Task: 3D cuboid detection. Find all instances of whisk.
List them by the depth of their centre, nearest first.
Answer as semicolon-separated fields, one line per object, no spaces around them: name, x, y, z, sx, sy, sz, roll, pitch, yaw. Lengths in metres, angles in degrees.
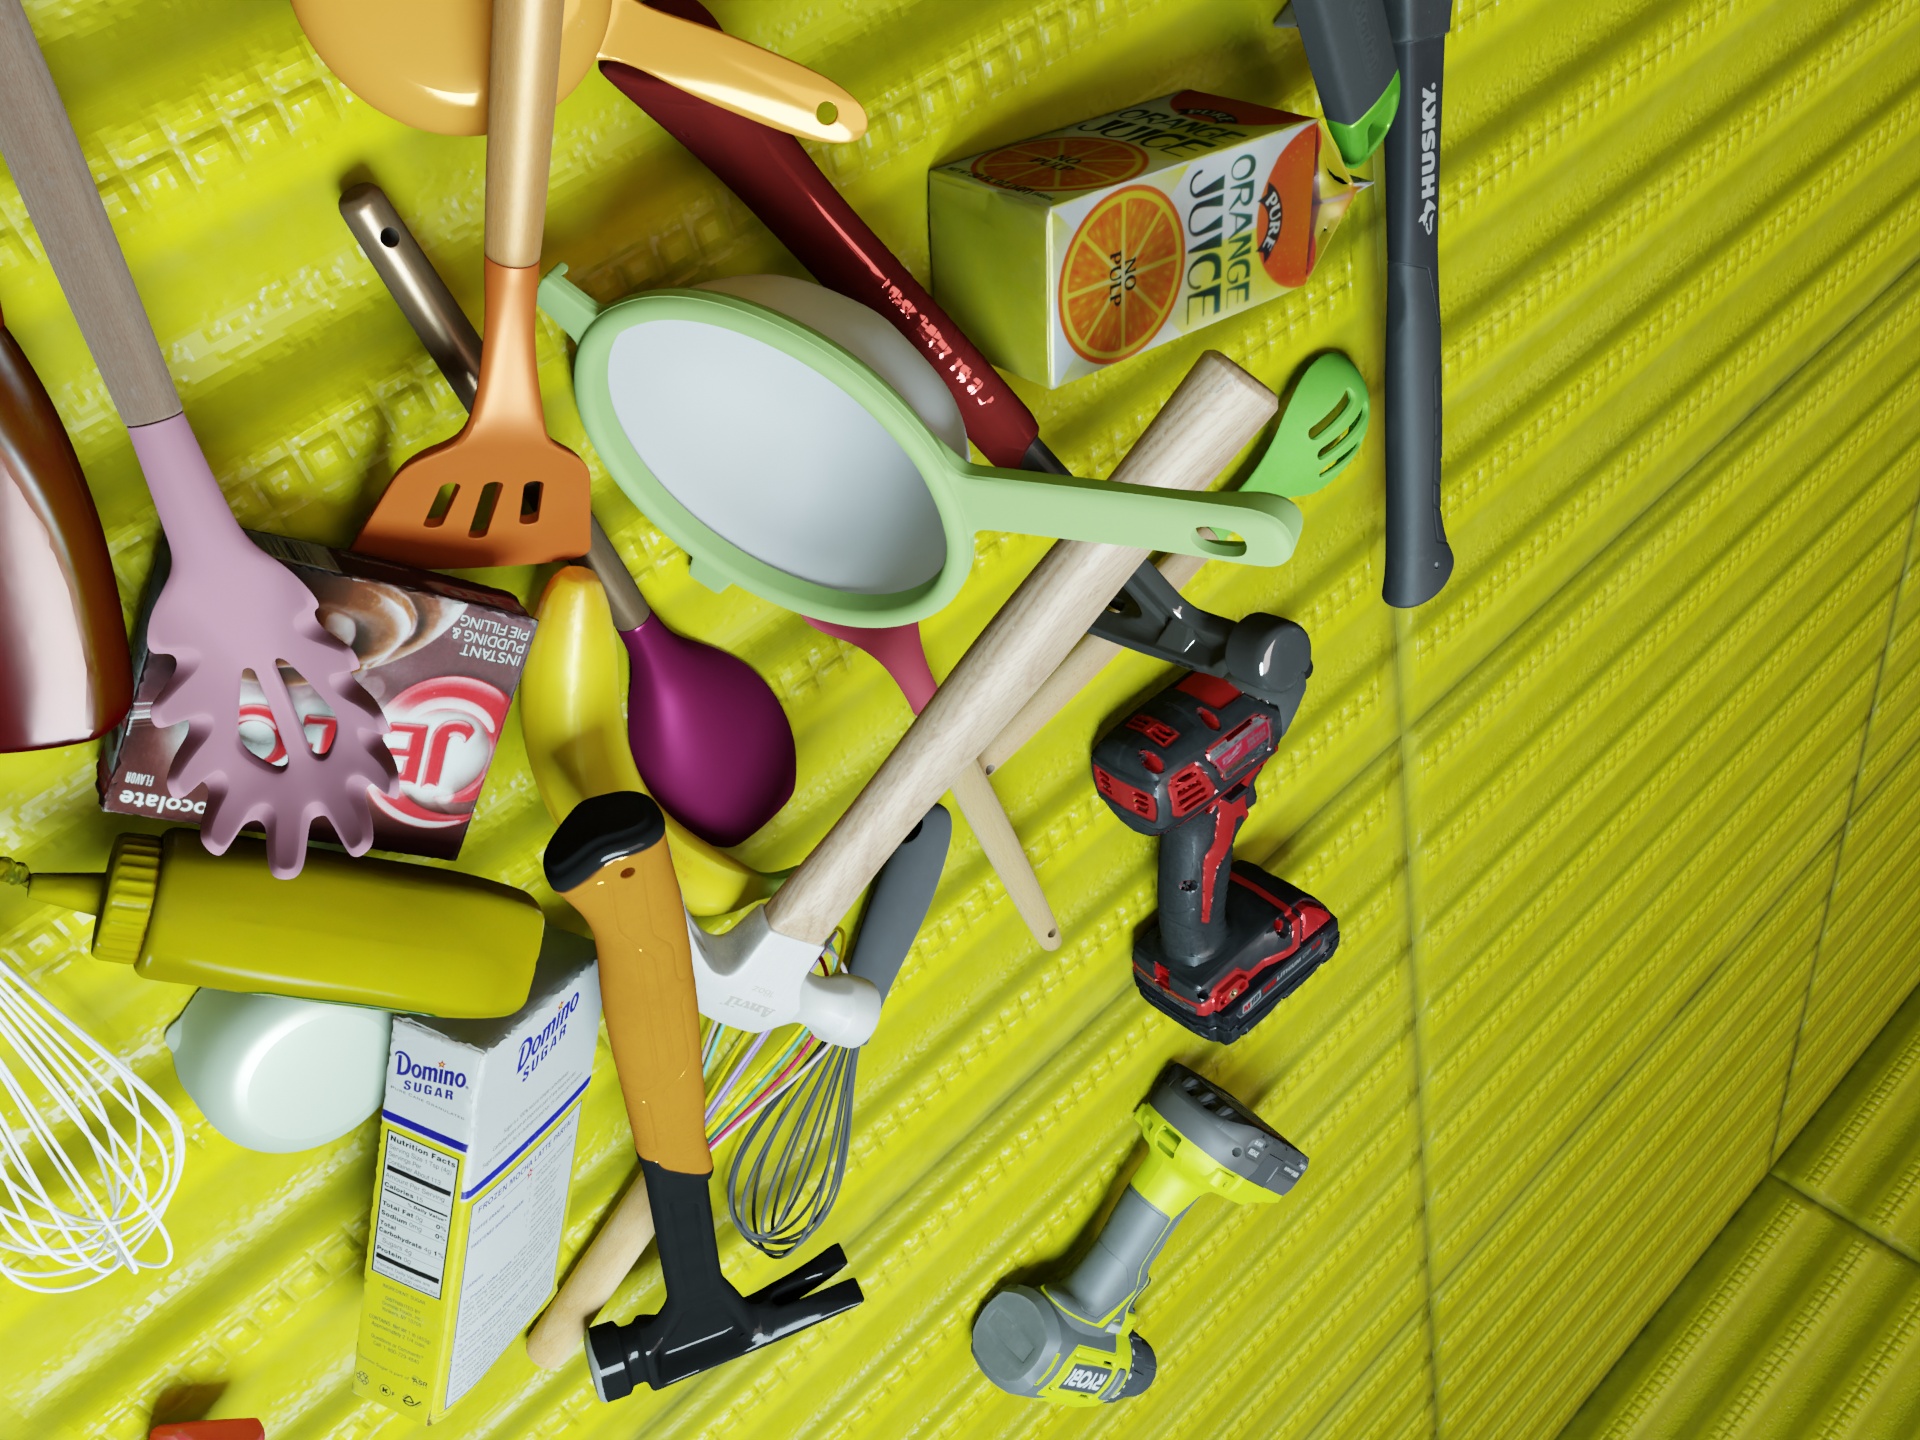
whisk;-0.303;0.066;0.464;0.070;0.070;0.284;-31;127;-28
whisk;-0.125;0.195;0.728;0.245;0.047;0.051;-55;141;2
whisk;-0.055;0.150;0.771;0.055;0.055;0.239;18;96;-49

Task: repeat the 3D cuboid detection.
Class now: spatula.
spatula;-0.122;-0.153;0.431;0.081;0.041;0.322;-6;137;-26

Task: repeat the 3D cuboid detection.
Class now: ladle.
ladle;-0.004;0.010;0.728;0.069;0.031;0.315;-39;133;-15

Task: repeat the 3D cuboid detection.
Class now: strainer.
strainer;-0.006;-0.095;0.526;0.069;0.256;0.151;-63;150;-29

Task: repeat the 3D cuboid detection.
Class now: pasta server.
pasta server;-0.220;-0.103;0.411;0.060;0.040;0.316;-18;117;-14

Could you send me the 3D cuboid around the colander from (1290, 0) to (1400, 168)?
colander;0.081;-0.349;0.561;0.204;0.095;0.396;-53;147;-5

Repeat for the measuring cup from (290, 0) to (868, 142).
measuring cup;-0.101;-0.196;0.449;0.173;0.052;0.095;14;113;-23

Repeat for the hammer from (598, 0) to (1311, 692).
hammer;-0.002;-0.129;0.617;0.358;0.149;0.037;41;81;-38

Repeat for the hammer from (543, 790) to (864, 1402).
hammer;-0.109;0.159;0.641;0.127;0.034;0.336;-15;132;-18

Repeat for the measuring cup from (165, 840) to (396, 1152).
measuring cup;-0.221;0.078;0.560;0.083;0.038;0.167;6;111;-47

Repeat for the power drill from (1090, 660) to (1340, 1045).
power drill;0.151;0.064;0.900;0.143;0.079;0.219;-35;132;-26

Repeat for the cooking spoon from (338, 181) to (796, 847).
cooking spoon;-0.132;-0.055;0.582;0.069;0.017;0.318;-42;138;-16

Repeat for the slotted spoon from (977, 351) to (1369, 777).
slotted spoon;0.110;-0.075;0.806;0.314;0.031;0.070;-44;135;-14

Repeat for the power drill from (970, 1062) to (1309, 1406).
power drill;0.126;0.354;1.053;0.228;0.080;0.190;-53;139;-1

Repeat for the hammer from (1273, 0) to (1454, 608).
hammer;0.222;-0.213;0.792;0.146;0.035;0.334;-27;122;-32

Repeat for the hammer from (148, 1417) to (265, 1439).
hammer;-0.351;0.449;0.601;0.038;0.143;0.386;23;93;-52

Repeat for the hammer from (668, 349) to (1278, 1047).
hammer;-0.001;-0.002;0.608;0.130;0.031;0.331;24;113;-38
